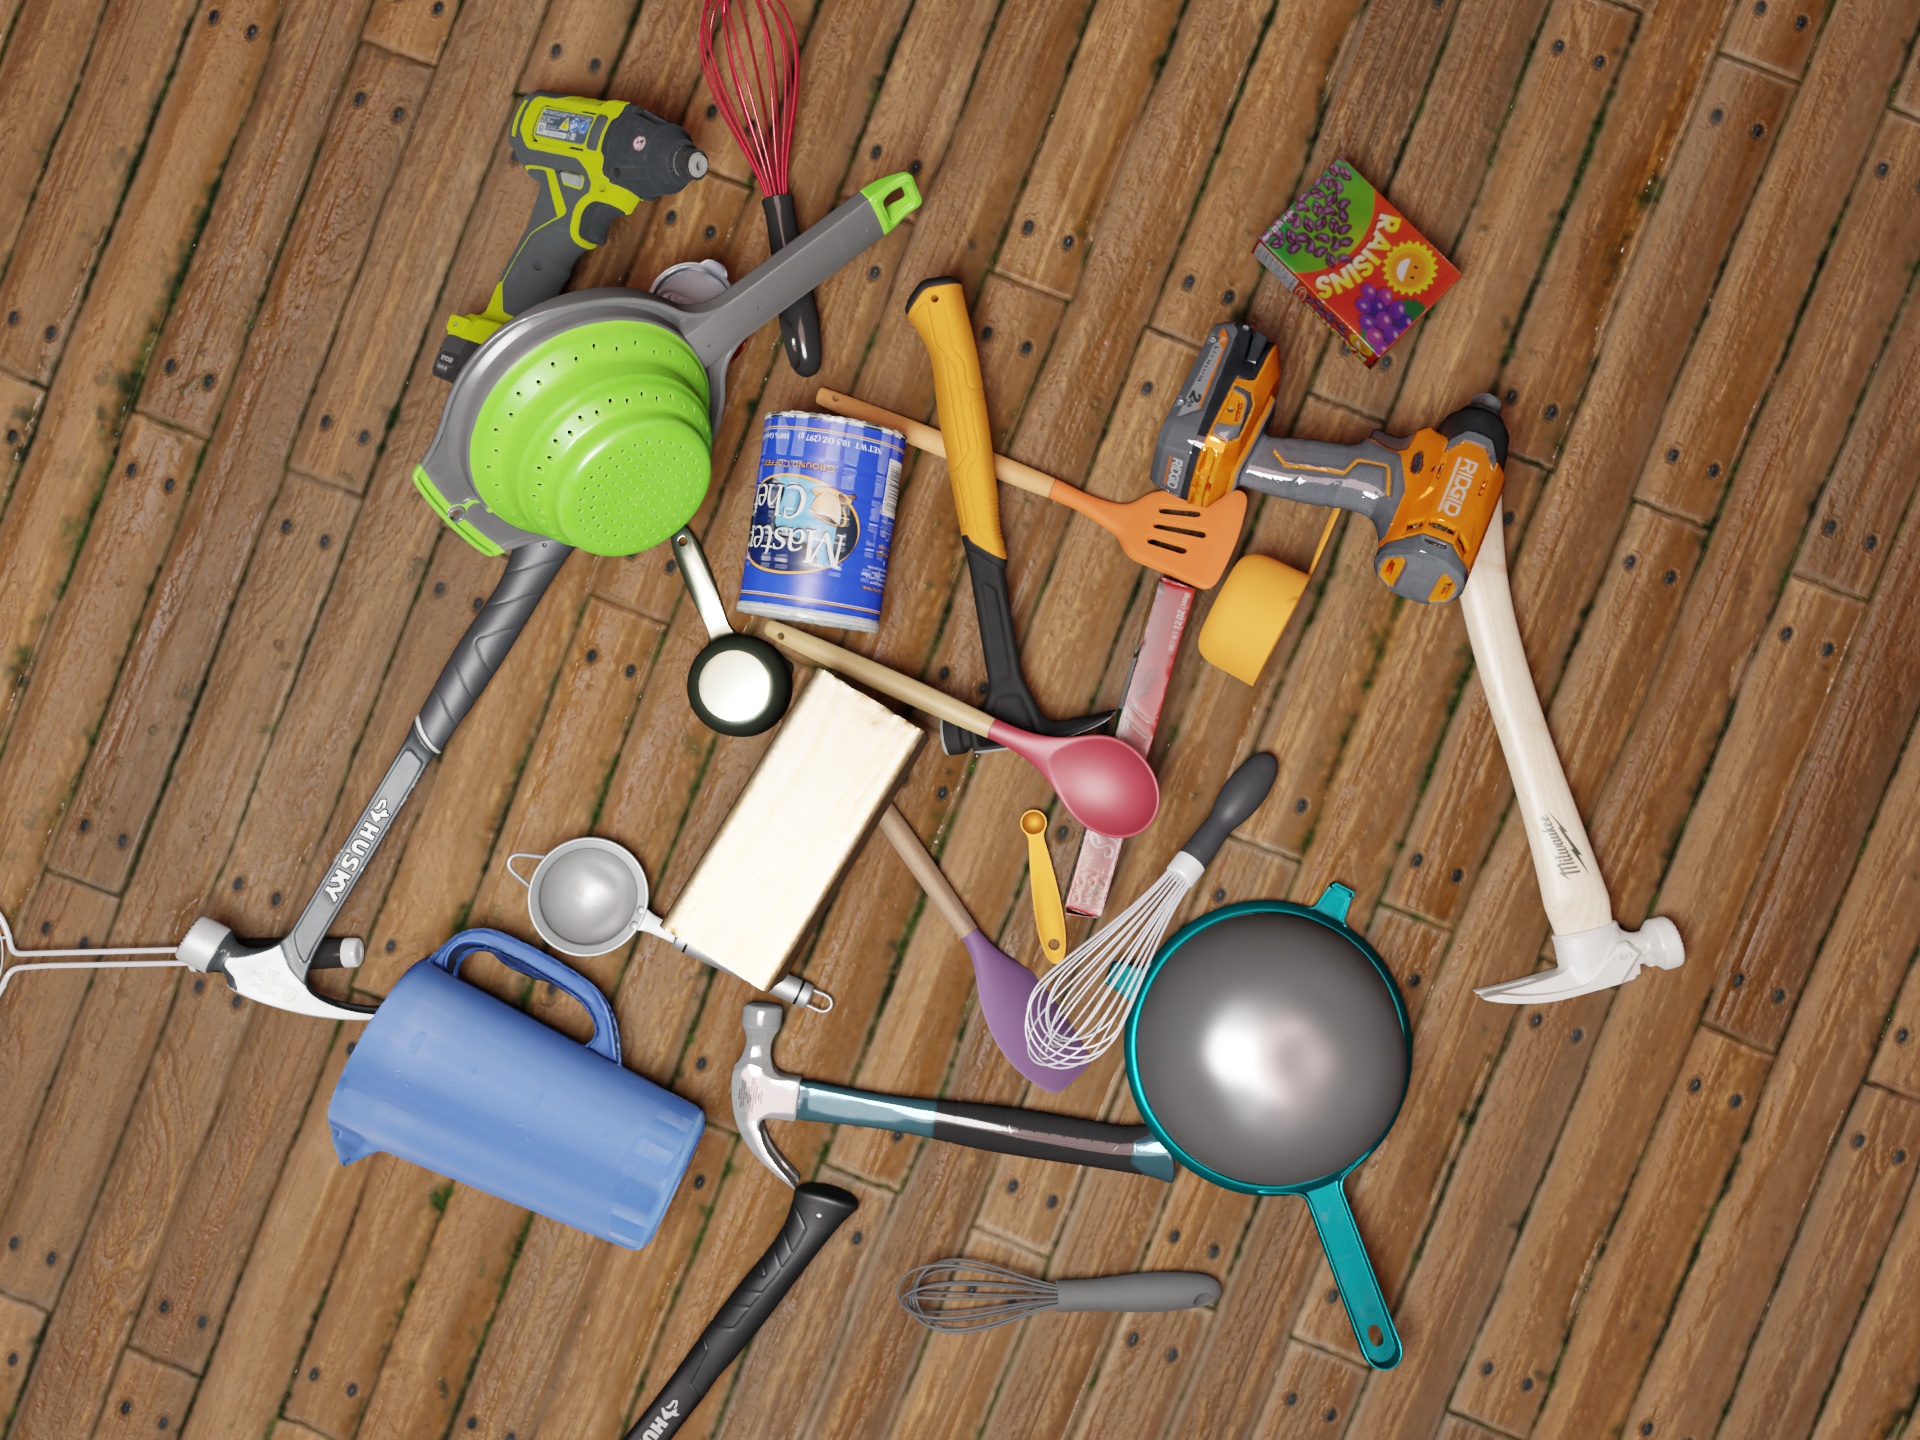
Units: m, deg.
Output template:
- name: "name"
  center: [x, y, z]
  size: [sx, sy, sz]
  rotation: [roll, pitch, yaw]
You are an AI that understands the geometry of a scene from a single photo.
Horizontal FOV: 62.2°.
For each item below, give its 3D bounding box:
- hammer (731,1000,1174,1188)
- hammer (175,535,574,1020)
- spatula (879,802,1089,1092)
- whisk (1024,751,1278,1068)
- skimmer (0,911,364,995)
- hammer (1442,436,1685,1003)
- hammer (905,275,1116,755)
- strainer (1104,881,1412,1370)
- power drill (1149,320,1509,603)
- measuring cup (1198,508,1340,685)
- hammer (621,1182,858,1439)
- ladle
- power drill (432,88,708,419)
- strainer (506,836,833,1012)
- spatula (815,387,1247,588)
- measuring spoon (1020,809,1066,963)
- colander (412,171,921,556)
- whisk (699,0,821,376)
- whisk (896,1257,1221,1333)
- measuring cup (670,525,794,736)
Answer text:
- name: "hammer"
  center: [-0.005, 0.294, 1.168]
  size: [0.331, 0.033, 0.128]
  rotation: [8, 90, 1]
- name: "hammer"
  center: [-0.394, 0.030, 1.158]
  size: [0.149, 0.036, 0.409]
  rotation: [32, 86, -12]
- name: "spatula"
  center: [-0.010, 0.136, 1.168]
  size: [0.060, 0.018, 0.316]
  rotation: [-33, 87, -32]
- name: "whisk"
  center: [0.141, 0.130, 1.123]
  size: [0.070, 0.070, 0.284]
  rotation: [40, 74, 1]
- name: "skimmer"
  center: [-0.628, 0.170, 1.153]
  size: [0.363, 0.090, 0.127]
  rotation: [-1, 75, -1]
- name: "hammer"
  center: [0.395, -0.001, 1.151]
  size: [0.146, 0.038, 0.410]
  rotation: [-16, 90, 3]
- name: "hammer"
  center: [0.021, -0.146, 1.130]
  size: [0.127, 0.034, 0.337]
  rotation: [-9, 97, 16]
- name: "strainer"
  center: [0.246, 0.292, 1.107]
  size: [0.211, 0.095, 0.340]
  rotation: [-19, 83, -5]
- name: "power drill"
  center: [0.264, -0.191, 1.104]
  size: [0.226, 0.084, 0.164]
  rotation: [24, 67, 10]
- name: "measuring cup"
  center: [0.225, -0.110, 1.141]
  size: [0.052, 0.095, 0.174]
  rotation: [26, 72, 9]
- name: "hammer"
  center: [-0.186, 0.481, 1.176]
  size: [0.146, 0.035, 0.335]
  rotation: [38, 92, 1]
- name: "ladle"
  center: [-0.002, -0.004, 1.129]
  size: [0.315, 0.031, 0.069]
  rotation: [25, 108, 12]
- name: "power drill"
  center: [-0.272, -0.324, 1.119]
  size: [0.171, 0.080, 0.223]
  rotation: [22, 93, 32]
- name: "strainer"
  center: [-0.212, 0.158, 1.169]
  size: [0.258, 0.050, 0.087]
  rotation: [26, 80, -4]
- name: "spatula"
  center: [0.045, -0.182, 1.155]
  size: [0.322, 0.041, 0.081]
  rotation: [22, 76, 3]
- name: "measuring spoon"
  center: [0.062, 0.123, 1.177]
  size: [0.021, 0.011, 0.117]
  rotation: [-9, 94, 5]
- name: "colander"
  center: [-0.171, -0.228, 1.073]
  size: [0.397, 0.204, 0.095]
  rotation: [-37, 59, -3]
- name: "whisk"
  center: [-0.136, -0.397, 1.150]
  size: [0.073, 0.073, 0.296]
  rotation: [-10, 96, 2]
- name: "whisk"
  center: [0.072, 0.418, 1.164]
  size: [0.239, 0.055, 0.055]
  rotation: [-1, 91, -3]
- name: "measuring cup"
  center: [-0.180, -0.067, 1.164]
  size: [0.083, 0.038, 0.167]
  rotation: [-22, 92, 2]
